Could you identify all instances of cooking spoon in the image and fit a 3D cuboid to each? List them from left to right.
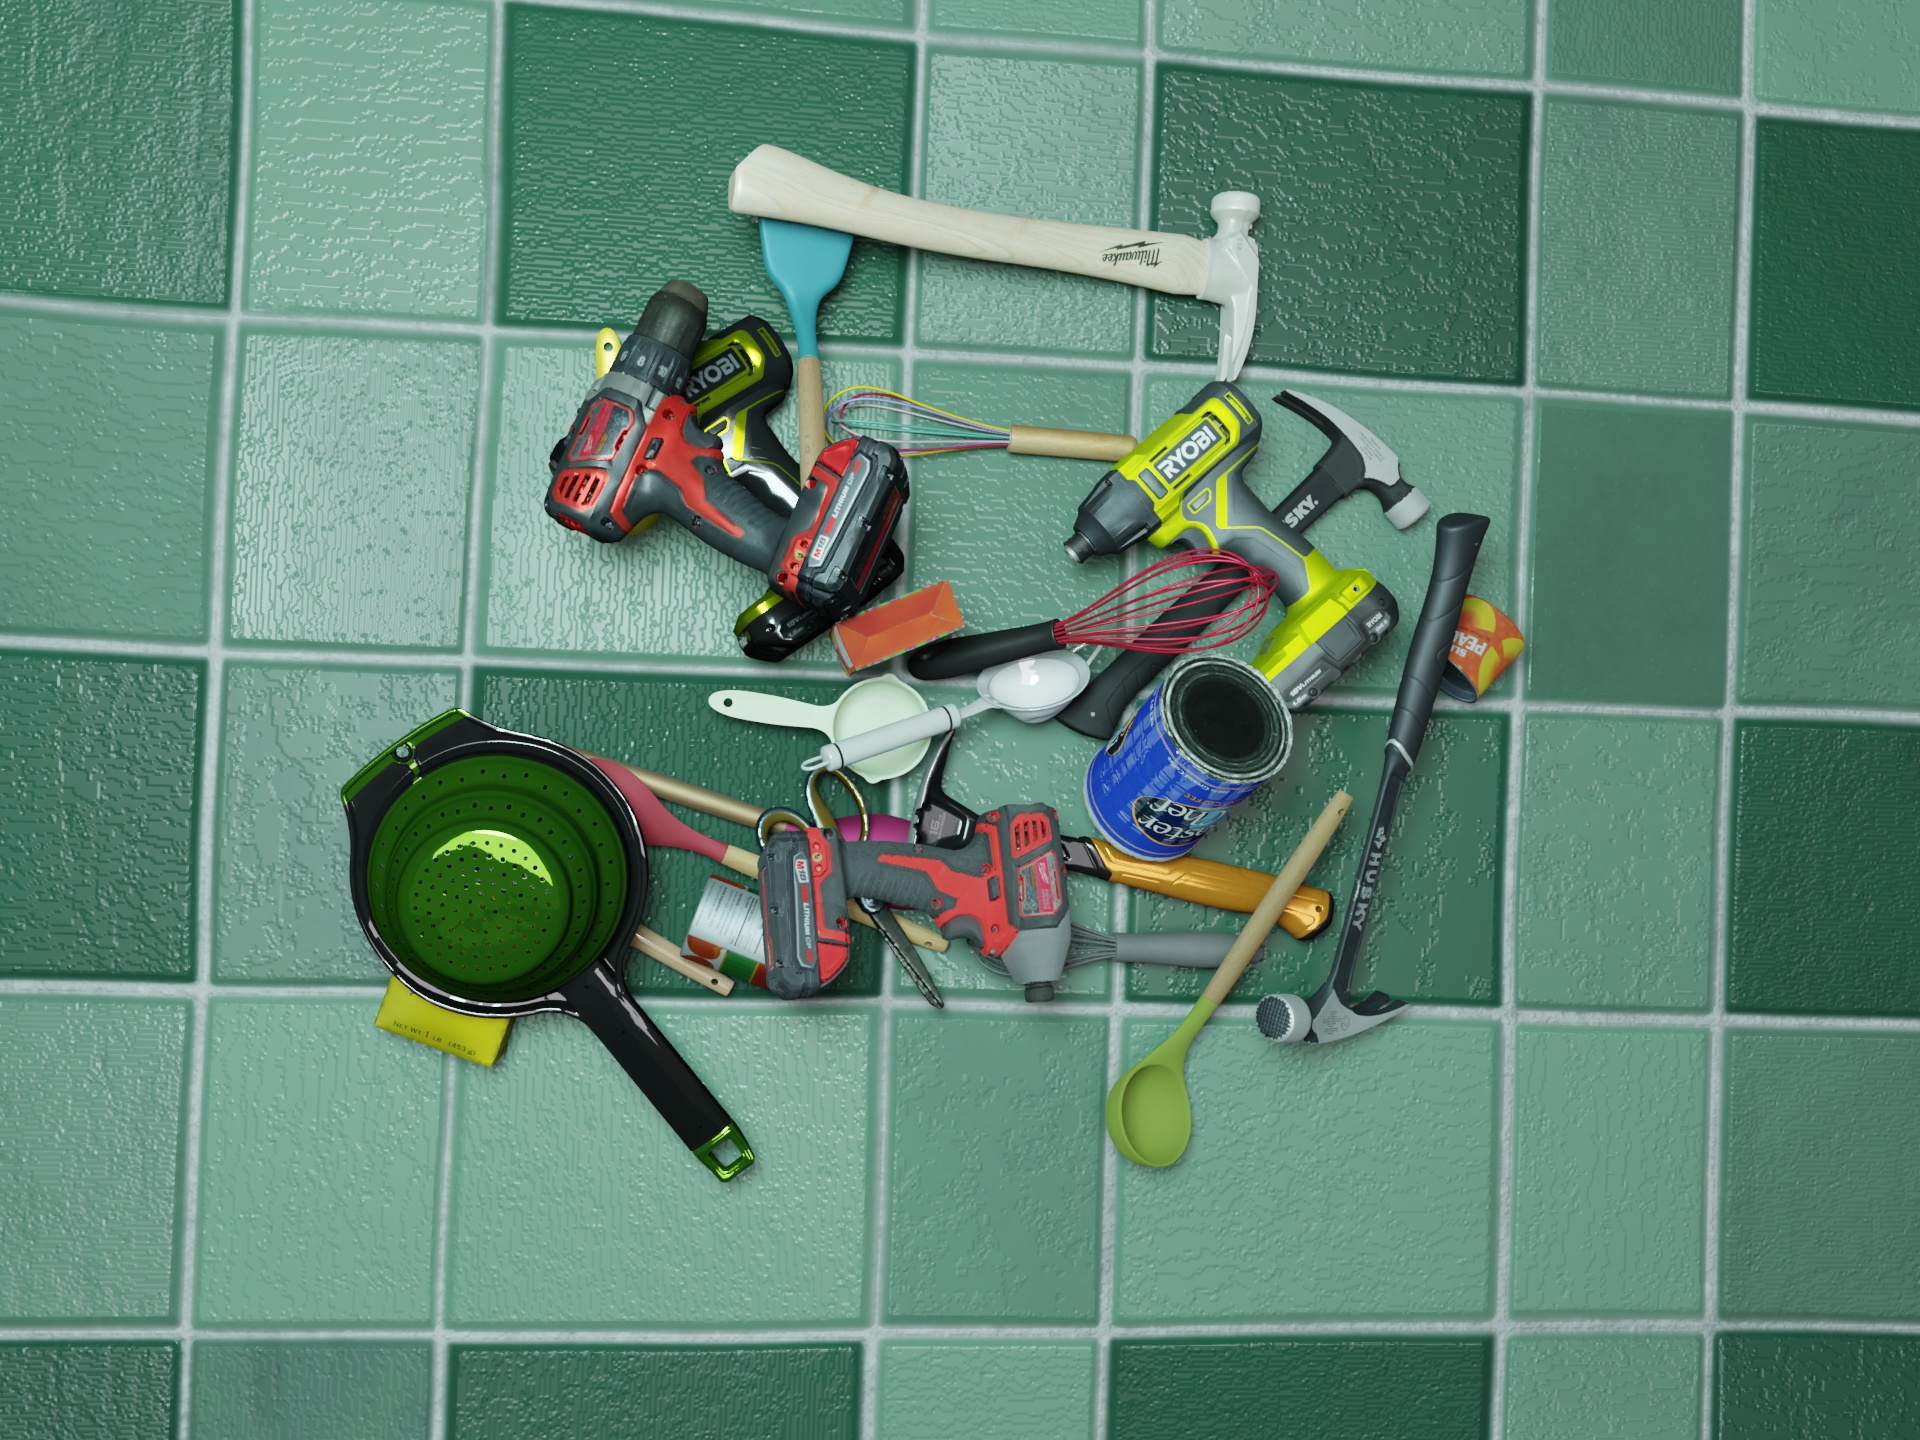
[{"bbox_3d":[-0.156,0.073,1.200,0.319,0.017,0.069,19,87,-7],"label":"cooking spoon"}]

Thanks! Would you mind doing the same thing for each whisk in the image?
[{"bbox_3d":[0.016,-0.221,1.212,0.245,0.051,0.047,4,83,-9],"label":"whisk"},{"bbox_3d":[0.089,-0.067,1.148,0.296,0.073,0.073,-12,91,28],"label":"whisk"},{"bbox_3d":[0.120,0.172,1.216,0.239,0.055,0.055,3,89,-11],"label":"whisk"}]

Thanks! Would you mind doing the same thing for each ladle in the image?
[{"bbox_3d":[-0.153,0.110,1.192,0.315,0.031,0.069,24,122,-9],"label":"ladle"},{"bbox_3d":[0.209,0.194,1.195,0.078,0.062,0.320,29,97,-31],"label":"ladle"}]

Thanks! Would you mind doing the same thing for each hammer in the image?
[{"bbox_3d":[0.033,-0.348,1.177,0.410,0.038,0.146,4,89,-18],"label":"hammer"},{"bbox_3d":[0.128,0.103,1.219,0.336,0.034,0.127,14,80,-8],"label":"hammer"},{"bbox_3d":[0.200,-0.110,1.234,0.335,0.035,0.146,-43,94,-5],"label":"hammer"},{"bbox_3d":[0.326,0.045,1.184,0.149,0.036,0.409,9,98,-41],"label":"hammer"}]

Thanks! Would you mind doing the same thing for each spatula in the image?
[{"bbox_3d":[-0.306,0.119,1.183,0.316,0.018,0.060,32,88,-4],"label":"spatula"},{"bbox_3d":[-0.106,-0.238,1.134,0.082,0.044,0.318,2,74,-23],"label":"spatula"}]

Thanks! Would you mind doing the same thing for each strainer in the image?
[{"bbox_3d":[-0.002,-0.004,1.172,0.258,0.087,0.050,-19,123,-26],"label":"strainer"}]

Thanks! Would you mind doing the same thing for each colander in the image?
[{"bbox_3d":[-0.270,0.179,1.095,0.204,0.094,0.397,-36,102,-2],"label":"colander"}]

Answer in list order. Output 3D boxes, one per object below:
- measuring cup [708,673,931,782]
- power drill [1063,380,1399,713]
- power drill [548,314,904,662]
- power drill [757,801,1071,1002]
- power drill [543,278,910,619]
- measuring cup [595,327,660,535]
[{"bbox_3d":[-0.105,-0.002,1.198,0.167,0.038,0.083,10,88,-4],"label":"measuring cup"},{"bbox_3d":[0.199,-0.115,1.181,0.171,0.080,0.223,-41,91,-4],"label":"power drill"},{"bbox_3d":[-0.167,-0.160,1.160,0.190,0.080,0.228,-36,92,-19],"label":"power drill"},{"bbox_3d":[-0.028,0.137,1.130,0.219,0.078,0.143,-4,78,-14],"label":"power drill"},{"bbox_3d":[-0.150,-0.183,1.075,0.227,0.080,0.188,22,83,8],"label":"power drill"},{"bbox_3d":[-0.257,-0.217,1.186,0.062,0.029,0.156,-6,93,-6],"label":"measuring cup"}]
